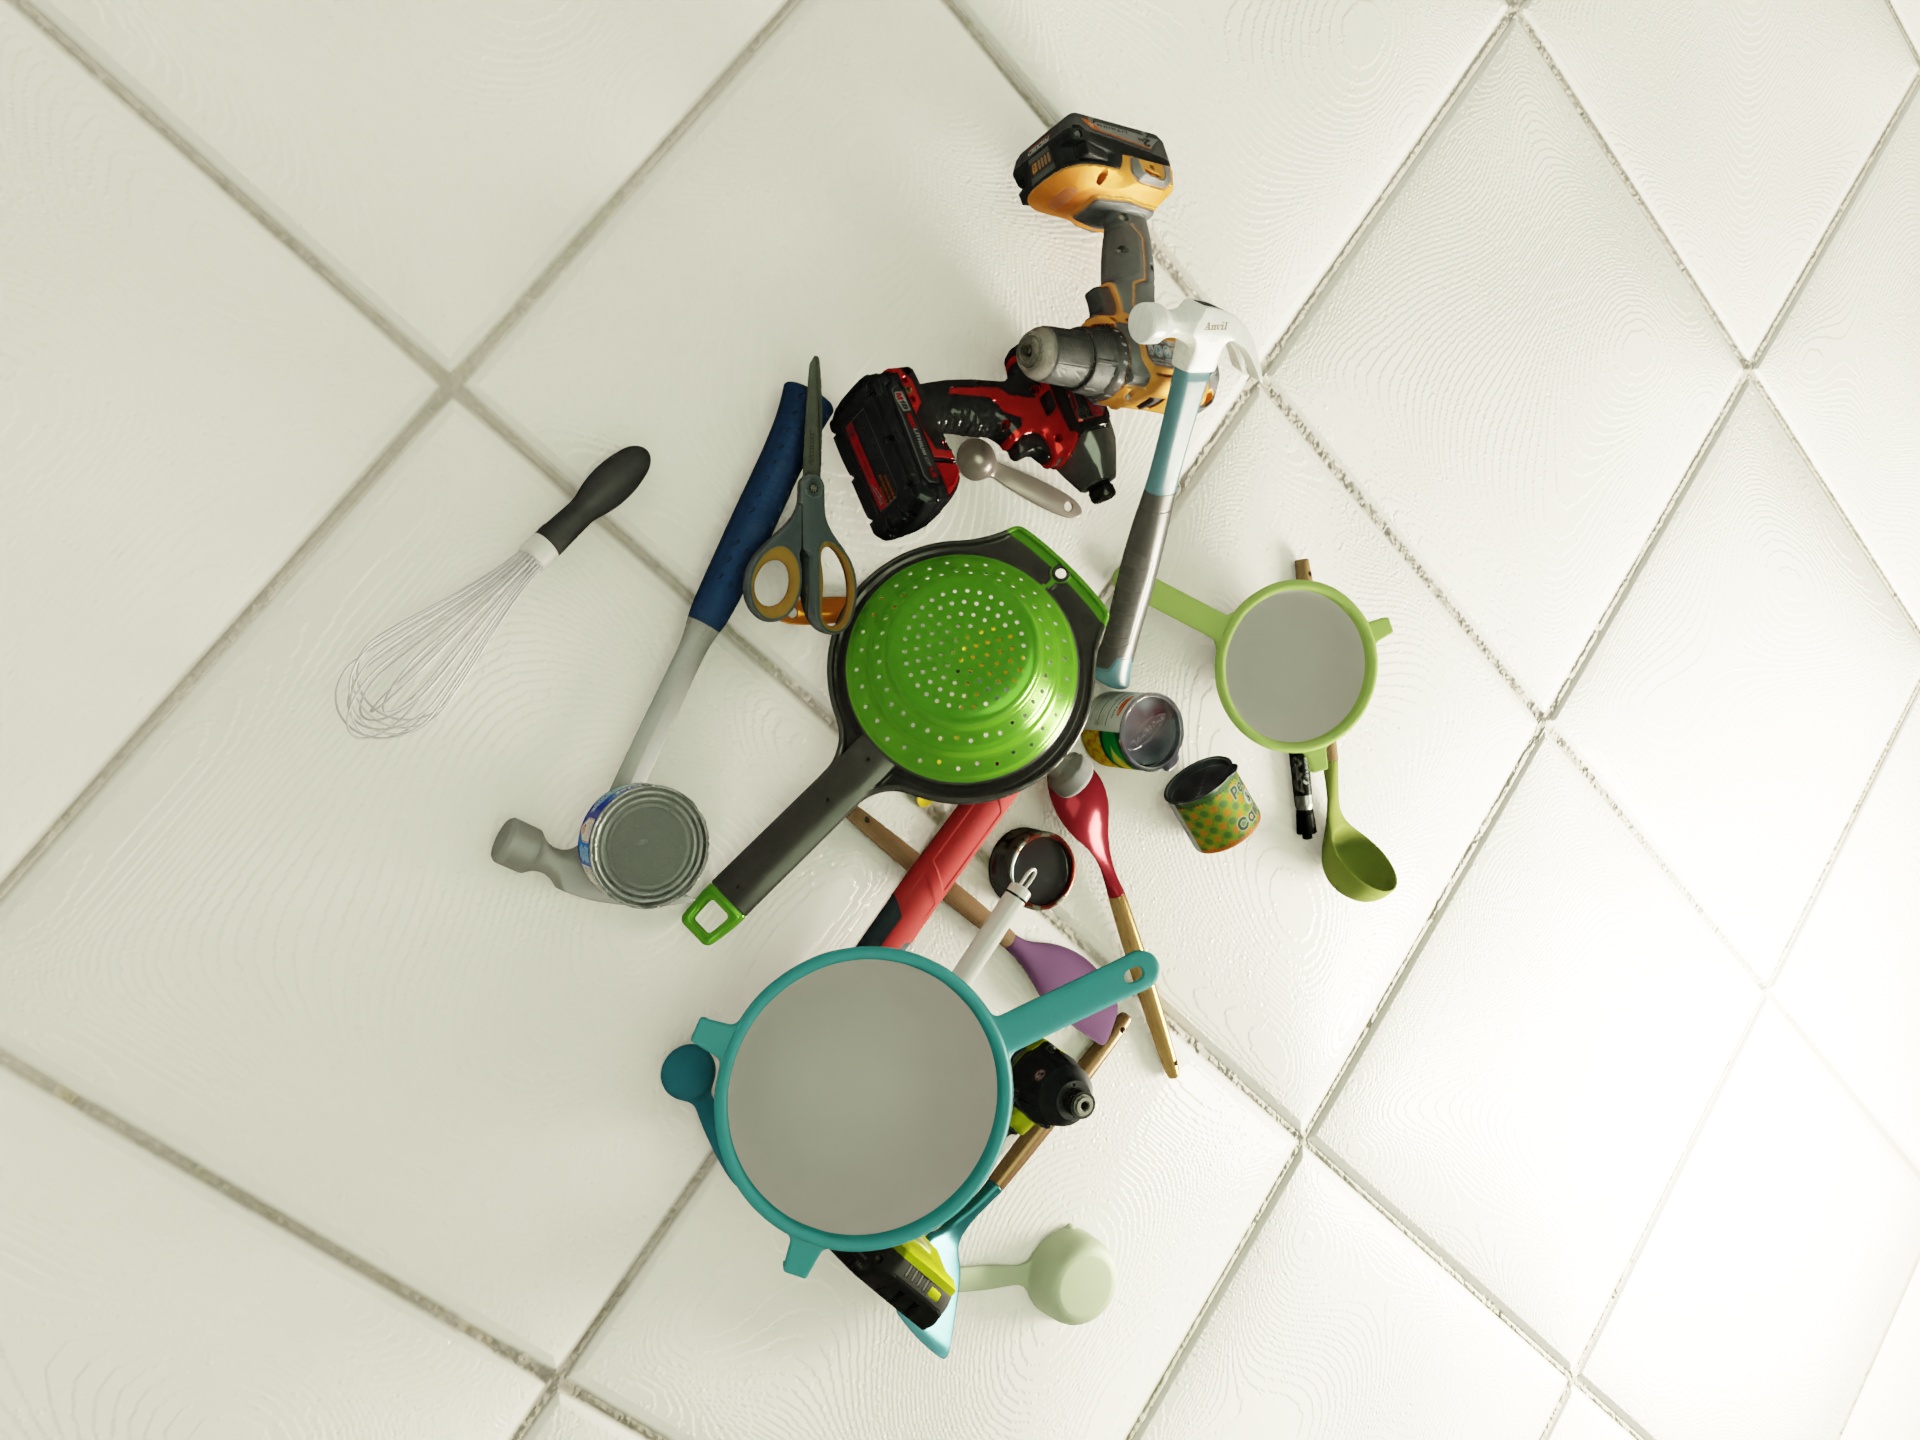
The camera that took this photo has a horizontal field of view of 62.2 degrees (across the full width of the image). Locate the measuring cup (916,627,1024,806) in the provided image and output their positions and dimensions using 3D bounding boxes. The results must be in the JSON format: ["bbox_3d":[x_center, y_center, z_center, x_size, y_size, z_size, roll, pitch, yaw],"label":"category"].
[{"bbox_3d":[-0.002,-0.004,1.276,0.062,0.029,0.156,25,92,-28],"label":"measuring cup"}]

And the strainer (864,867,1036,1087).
[{"bbox_3d":[-0.012,0.223,1.248,0.258,0.050,0.086,-56,143,-10],"label":"strainer"}]

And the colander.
[{"bbox_3d":[-0.056,0.013,1.159,0.204,0.094,0.397,45,83,5],"label":"colander"}]

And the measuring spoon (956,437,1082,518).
[{"bbox_3d":[0.052,-0.194,1.293,0.124,0.018,0.034,23,81,-26],"label":"measuring spoon"}]

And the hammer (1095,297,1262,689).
[{"bbox_3d":[0.153,-0.170,1.258,0.128,0.033,0.330,-11,127,-34],"label":"hammer"}]

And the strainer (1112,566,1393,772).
[{"bbox_3d":[0.239,-0.071,1.392,0.256,0.069,0.151,26,89,-11],"label":"strainer"}]

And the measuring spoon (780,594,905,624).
[{"bbox_3d":[-0.089,-0.086,1.226,0.117,0.011,0.021,-6,97,-26],"label":"measuring spoon"}]

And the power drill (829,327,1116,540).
[{"bbox_3d":[0.023,-0.217,1.227,0.219,0.078,0.143,-20,84,-32],"label":"power drill"}]

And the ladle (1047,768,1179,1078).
[{"bbox_3d":[0.139,0.172,1.357,0.069,0.031,0.315,-39,116,-48],"label":"ladle"}]

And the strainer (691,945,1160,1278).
[{"bbox_3d":[-0.018,0.240,1.161,0.340,0.095,0.211,-22,94,-15],"label":"strainer"}]

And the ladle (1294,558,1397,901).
[{"bbox_3d":[0.346,0.009,1.454,0.078,0.062,0.320,-16,98,-52],"label":"ladle"}]

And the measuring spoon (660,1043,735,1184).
[{"bbox_3d":[-0.181,0.300,1.184,0.042,0.021,0.128,-31,106,-25],"label":"measuring spoon"}]

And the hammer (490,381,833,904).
[{"bbox_3d":[-0.187,-0.057,1.155,0.144,0.035,0.405,29,78,-28],"label":"hammer"}]

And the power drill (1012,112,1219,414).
[{"bbox_3d":[0.105,-0.350,1.239,0.185,0.084,0.226,-3,77,-39],"label":"power drill"}]

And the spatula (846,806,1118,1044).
[{"bbox_3d":[0.023,0.163,1.297,0.315,0.018,0.060,41,54,-24],"label":"spatula"}]

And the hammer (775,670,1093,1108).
[{"bbox_3d":[-0.056,0.144,1.222,0.143,0.038,0.386,41,78,-22],"label":"hammer"}]

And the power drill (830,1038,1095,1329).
[{"bbox_3d":[0.002,0.336,1.209,0.080,0.171,0.223,45,75,-20],"label":"power drill"}]

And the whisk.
[{"bbox_3d":[-0.308,-0.093,1.074,0.070,0.070,0.285,50,65,-22],"label":"whisk"}]

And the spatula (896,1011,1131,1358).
[{"bbox_3d":[0.052,0.366,1.308,0.317,0.044,0.082,-48,124,-22],"label":"spatula"}]

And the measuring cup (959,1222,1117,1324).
[{"bbox_3d":[0.058,0.467,1.321,0.167,0.038,0.083,7,89,-30],"label":"measuring cup"}]
